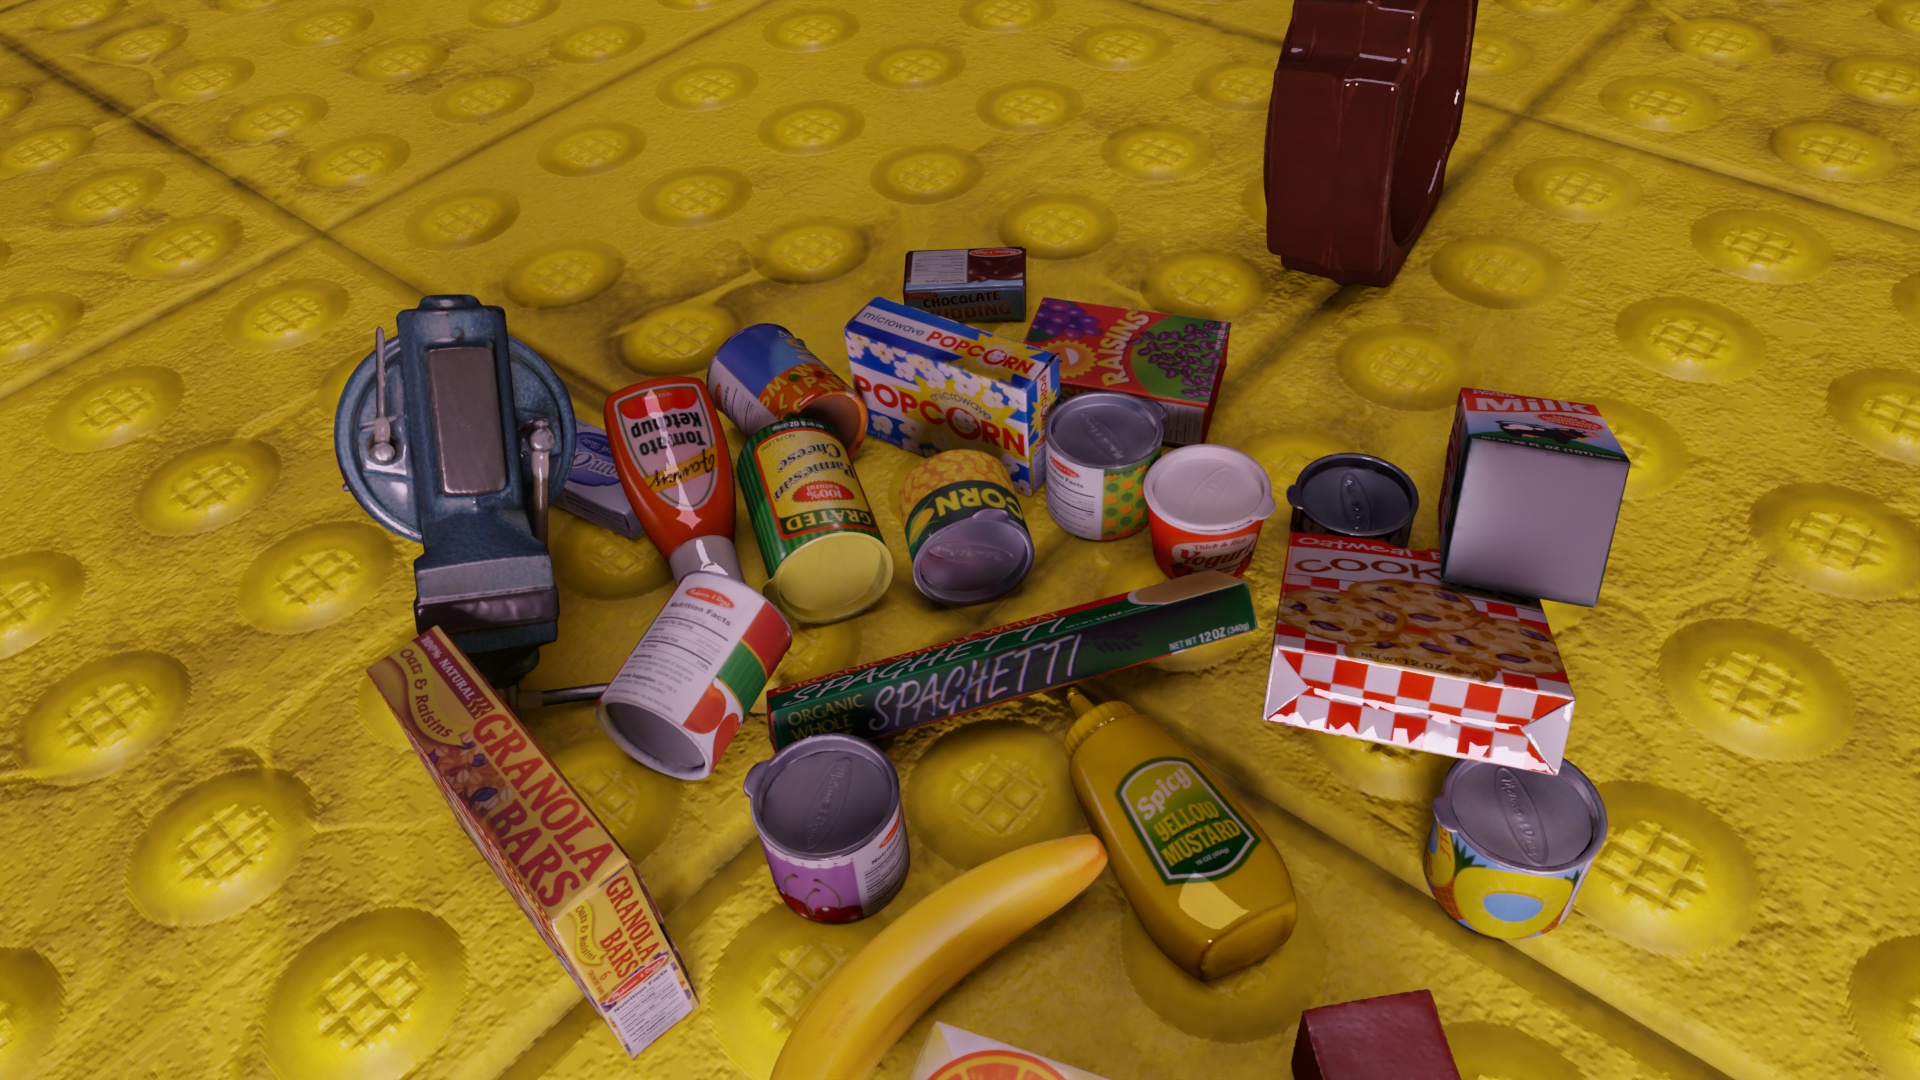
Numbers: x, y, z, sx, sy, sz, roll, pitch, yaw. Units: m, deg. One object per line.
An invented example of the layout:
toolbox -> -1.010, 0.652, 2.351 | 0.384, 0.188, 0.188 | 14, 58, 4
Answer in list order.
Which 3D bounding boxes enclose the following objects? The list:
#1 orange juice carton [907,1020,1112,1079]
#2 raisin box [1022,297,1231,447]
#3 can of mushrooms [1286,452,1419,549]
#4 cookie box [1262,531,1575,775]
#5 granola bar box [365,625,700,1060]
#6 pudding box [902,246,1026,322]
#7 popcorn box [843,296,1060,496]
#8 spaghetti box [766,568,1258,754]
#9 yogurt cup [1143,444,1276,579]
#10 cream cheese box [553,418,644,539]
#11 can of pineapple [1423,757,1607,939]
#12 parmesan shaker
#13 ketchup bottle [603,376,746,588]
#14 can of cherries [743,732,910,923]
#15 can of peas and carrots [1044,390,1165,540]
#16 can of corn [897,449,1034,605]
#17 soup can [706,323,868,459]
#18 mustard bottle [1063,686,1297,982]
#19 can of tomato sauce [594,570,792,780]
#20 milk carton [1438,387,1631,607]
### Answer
orange juice carton -> 0.068, 0.248, 0.495 | 0.193, 0.071, 0.073 | 13, 48, 18
raisin box -> 0.100, -0.106, 0.868 | 0.123, 0.039, 0.086 | 10, 48, 13
can of mushrooms -> 0.215, -0.015, 0.771 | 0.071, 0.033, 0.071 | -2, 46, 2
cookie box -> 0.212, 0.045, 0.659 | 0.123, 0.040, 0.168 | 9, 20, 13
granola bar box -> -0.184, 0.128, 0.600 | 0.039, 0.123, 0.166 | -35, 52, -24
pudding box -> 0.004, -0.175, 0.951 | 0.084, 0.030, 0.050 | -2, 44, 3
popcorn box -> -0.004, -0.086, 0.825 | 0.127, 0.084, 0.038 | 22, 52, 24
spaghetti box -> 0.025, 0.061, 0.699 | 0.250, 0.028, 0.050 | -15, 9, -10
yogurt cup -> 0.134, -0.011, 0.760 | 0.072, 0.053, 0.073 | -3, 45, 3
cream cheese box -> -0.221, -0.040, 0.841 | 0.104, 0.024, 0.053 | 21, 52, 24
can of pineapple -> 0.238, 0.131, 0.606 | 0.071, 0.057, 0.071 | -3, 45, 3
parmesan shaker -> -0.086, -0.013, 0.771 | 0.071, 0.071, 0.103 | -16, 46, -10
ketchup bottle -> -0.155, -0.023, 0.784 | 0.065, 0.043, 0.149 | -14, 61, -16
can of cherries -> -0.060, 0.130, 0.633 | 0.071, 0.058, 0.072 | -3, 46, 3
can of peas and carrots -> 0.083, -0.044, 0.793 | 0.071, 0.058, 0.071 | -2, 45, 2
can of corn -> 0.003, -0.010, 0.758 | 0.071, 0.070, 0.058 | -10, 45, -5
soup can -> -0.103, -0.086, 0.846 | 0.071, 0.071, 0.084 | -30, 51, -23
mustard bottle -> 0.087, 0.121, 0.636 | 0.065, 0.048, 0.161 | -21, 47, -18
can of tomato sauce -> -0.132, 0.069, 0.695 | 0.071, 0.070, 0.083 | 14, 52, 19
milk carton -> 0.293, -0.033, 0.726 | 0.072, 0.073, 0.191 | 11, 18, 16
